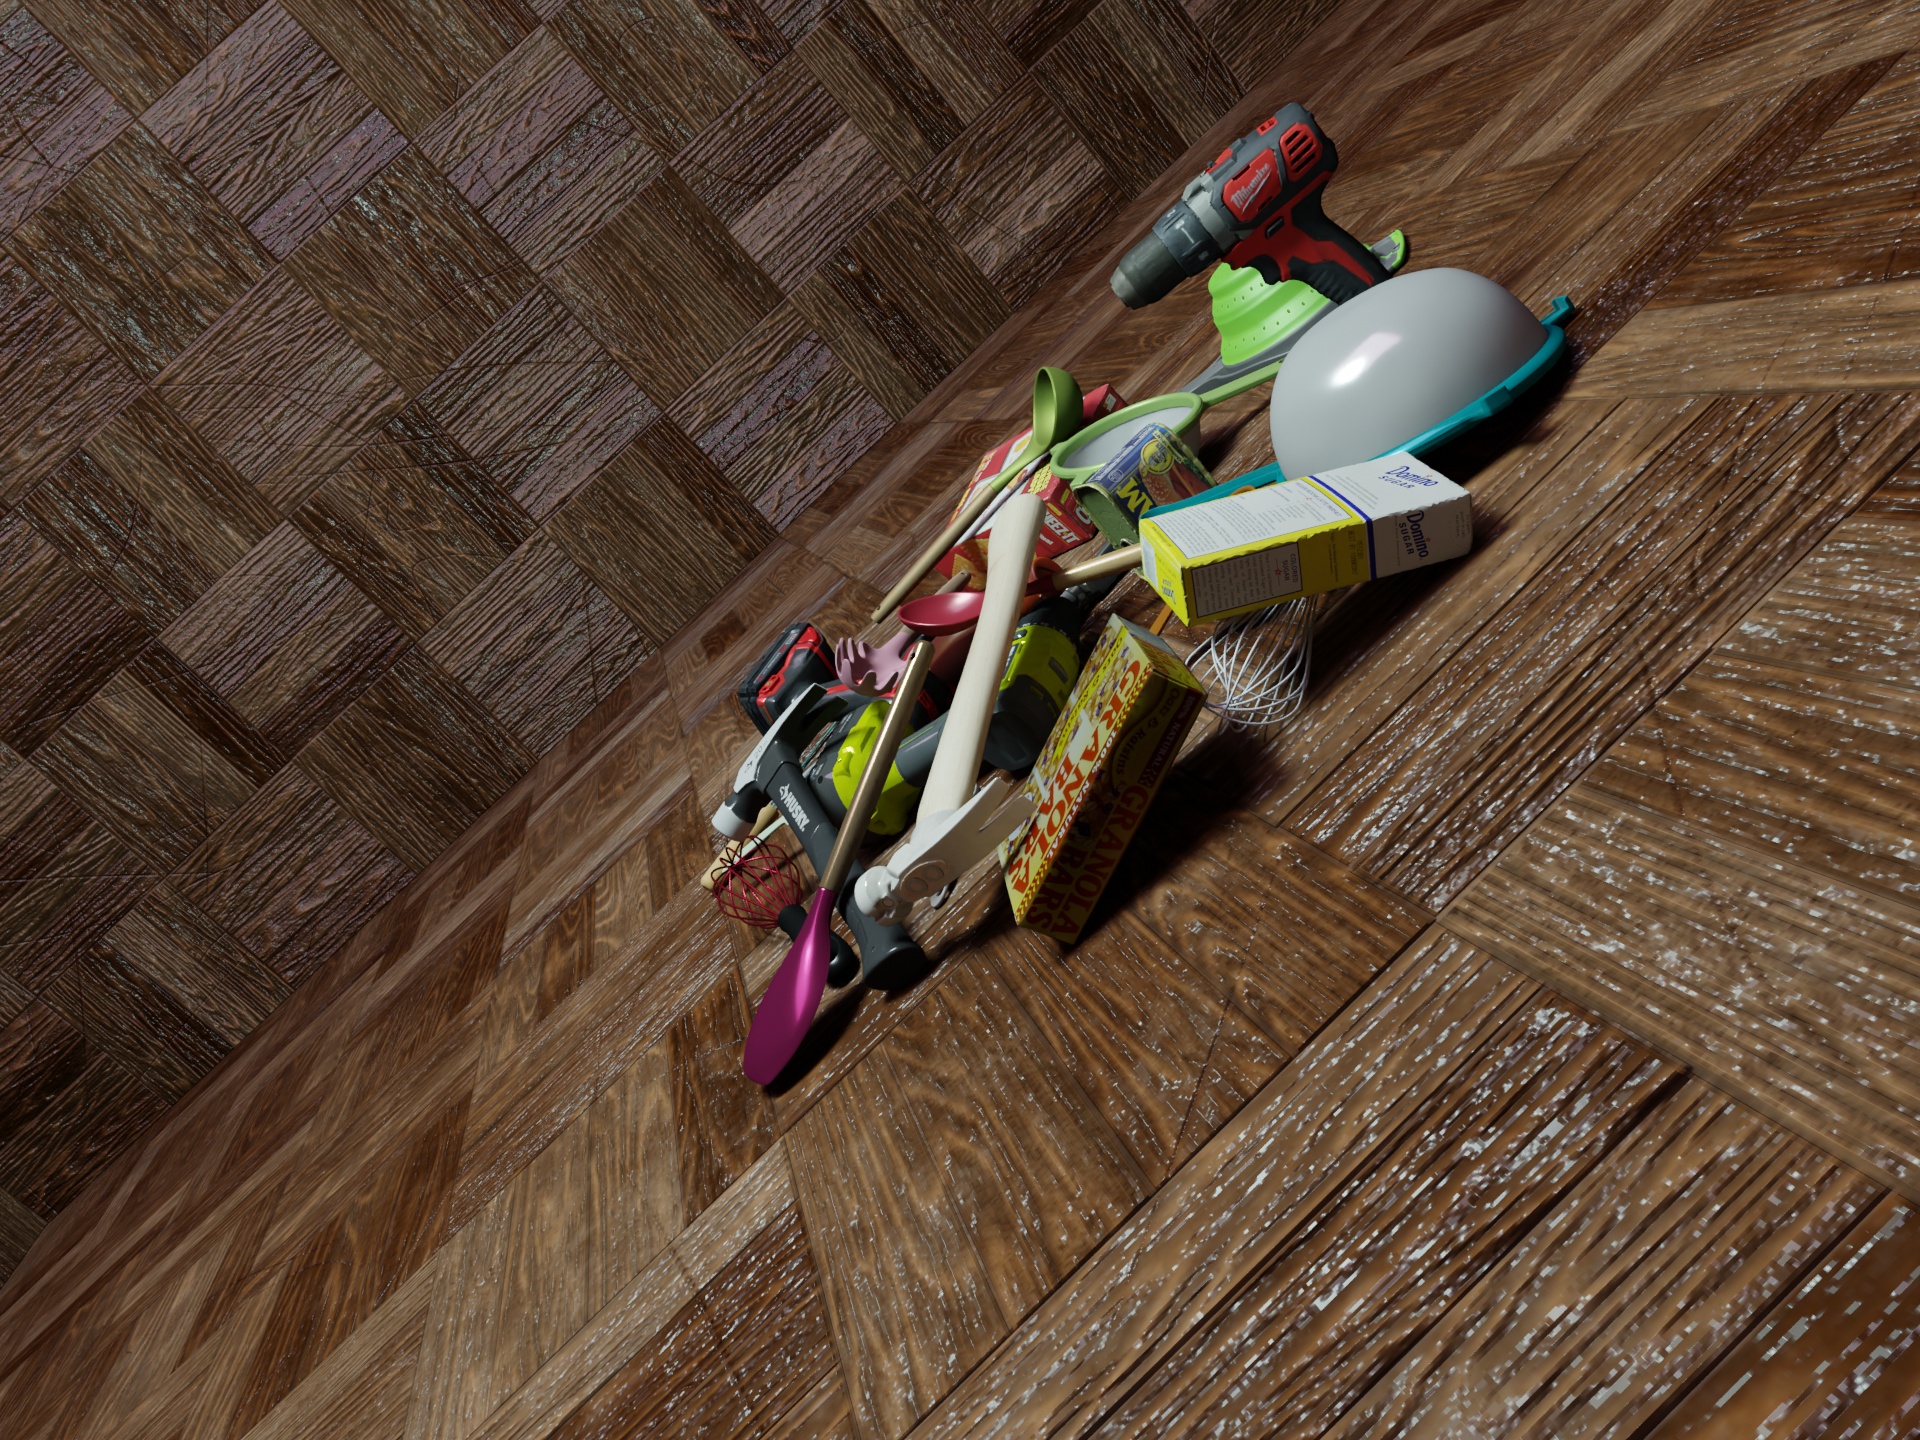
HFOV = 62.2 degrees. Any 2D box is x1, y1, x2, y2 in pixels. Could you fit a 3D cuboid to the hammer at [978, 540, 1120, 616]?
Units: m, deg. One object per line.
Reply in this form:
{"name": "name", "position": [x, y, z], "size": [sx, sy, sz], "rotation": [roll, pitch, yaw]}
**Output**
{"name": "hammer", "position": [0.048, -0.123, 1.517], "size": [0.149, 0.036, 0.359], "rotation": [-50, 18, -23]}

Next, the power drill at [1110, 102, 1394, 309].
{"name": "power drill", "position": [0.244, -0.320, 1.205], "size": [0.188, 0.226, 0.080], "rotation": [-38, 16, 16]}

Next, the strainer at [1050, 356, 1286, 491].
{"name": "strainer", "position": [0.210, -0.258, 1.454], "size": [0.256, 0.069, 0.152], "rotation": [-24, 23, 5]}

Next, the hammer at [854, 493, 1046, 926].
{"name": "hammer", "position": [0.023, -0.042, 1.113], "size": [0.146, 0.038, 0.411], "rotation": [-41, 22, 37]}

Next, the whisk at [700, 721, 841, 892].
{"name": "whisk", "position": [-0.176, 0.067, 1.556], "size": [0.245, 0.047, 0.051], "rotation": [-53, 20, -22]}

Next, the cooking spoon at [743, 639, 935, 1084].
{"name": "cooking spoon", "position": [-0.080, 0.091, 1.076], "size": [0.069, 0.017, 0.319], "rotation": [4, 69, 55]}

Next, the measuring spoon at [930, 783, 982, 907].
{"name": "measuring spoon", "position": [-0.002, 0.092, 1.135], "size": [0.034, 0.018, 0.124], "rotation": [-40, 21, 35]}

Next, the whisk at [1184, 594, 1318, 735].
{"name": "whisk", "position": [0.212, -0.085, 0.997], "size": [0.070, 0.070, 0.285], "rotation": [-27, 18, 44]}

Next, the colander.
{"name": "colander", "position": [0.252, -0.387, 1.598], "size": [0.397, 0.094, 0.205], "rotation": [-34, 18, 28]}

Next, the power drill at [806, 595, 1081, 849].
{"name": "power drill", "position": [-0.002, -0.004, 1.263], "size": [0.228, 0.080, 0.191], "rotation": [-30, 21, 32]}

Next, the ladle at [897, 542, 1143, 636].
{"name": "ladle", "position": [0.098, -0.117, 1.245], "size": [0.315, 0.031, 0.069], "rotation": [-16, 23, 19]}

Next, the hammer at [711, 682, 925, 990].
{"name": "hammer", "position": [-0.094, 0.089, 1.150], "size": [0.146, 0.035, 0.335], "rotation": [-55, 31, 8]}

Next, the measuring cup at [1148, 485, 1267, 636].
{"name": "measuring cup", "position": [0.171, -0.075, 1.091], "size": [0.173, 0.052, 0.095], "rotation": [-58, 13, 16]}

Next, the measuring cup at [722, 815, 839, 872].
{"name": "measuring cup", "position": [-0.145, 0.100, 1.408], "size": [0.167, 0.038, 0.083], "rotation": [-38, 17, 25]}

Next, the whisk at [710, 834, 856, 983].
{"name": "whisk", "position": [-0.136, 0.149, 1.233], "size": [0.073, 0.073, 0.296], "rotation": [-46, 23, -9]}

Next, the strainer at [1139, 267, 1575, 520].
{"name": "strainer", "position": [0.245, -0.226, 1.119], "size": [0.340, 0.095, 0.211], "rotation": [-20, 18, 42]}

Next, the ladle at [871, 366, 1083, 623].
{"name": "ladle", "position": [0.007, -0.217, 1.580], "size": [0.320, 0.062, 0.078], "rotation": [-46, 34, 19]}

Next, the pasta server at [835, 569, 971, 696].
{"name": "pasta server", "position": [-0.039, -0.087, 1.409], "size": [0.316, 0.060, 0.040], "rotation": [-52, -16, -61]}

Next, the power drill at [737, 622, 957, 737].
{"name": "power drill", "position": [-0.089, -0.040, 1.491], "size": [0.220, 0.078, 0.143], "rotation": [-2, 41, 40]}
